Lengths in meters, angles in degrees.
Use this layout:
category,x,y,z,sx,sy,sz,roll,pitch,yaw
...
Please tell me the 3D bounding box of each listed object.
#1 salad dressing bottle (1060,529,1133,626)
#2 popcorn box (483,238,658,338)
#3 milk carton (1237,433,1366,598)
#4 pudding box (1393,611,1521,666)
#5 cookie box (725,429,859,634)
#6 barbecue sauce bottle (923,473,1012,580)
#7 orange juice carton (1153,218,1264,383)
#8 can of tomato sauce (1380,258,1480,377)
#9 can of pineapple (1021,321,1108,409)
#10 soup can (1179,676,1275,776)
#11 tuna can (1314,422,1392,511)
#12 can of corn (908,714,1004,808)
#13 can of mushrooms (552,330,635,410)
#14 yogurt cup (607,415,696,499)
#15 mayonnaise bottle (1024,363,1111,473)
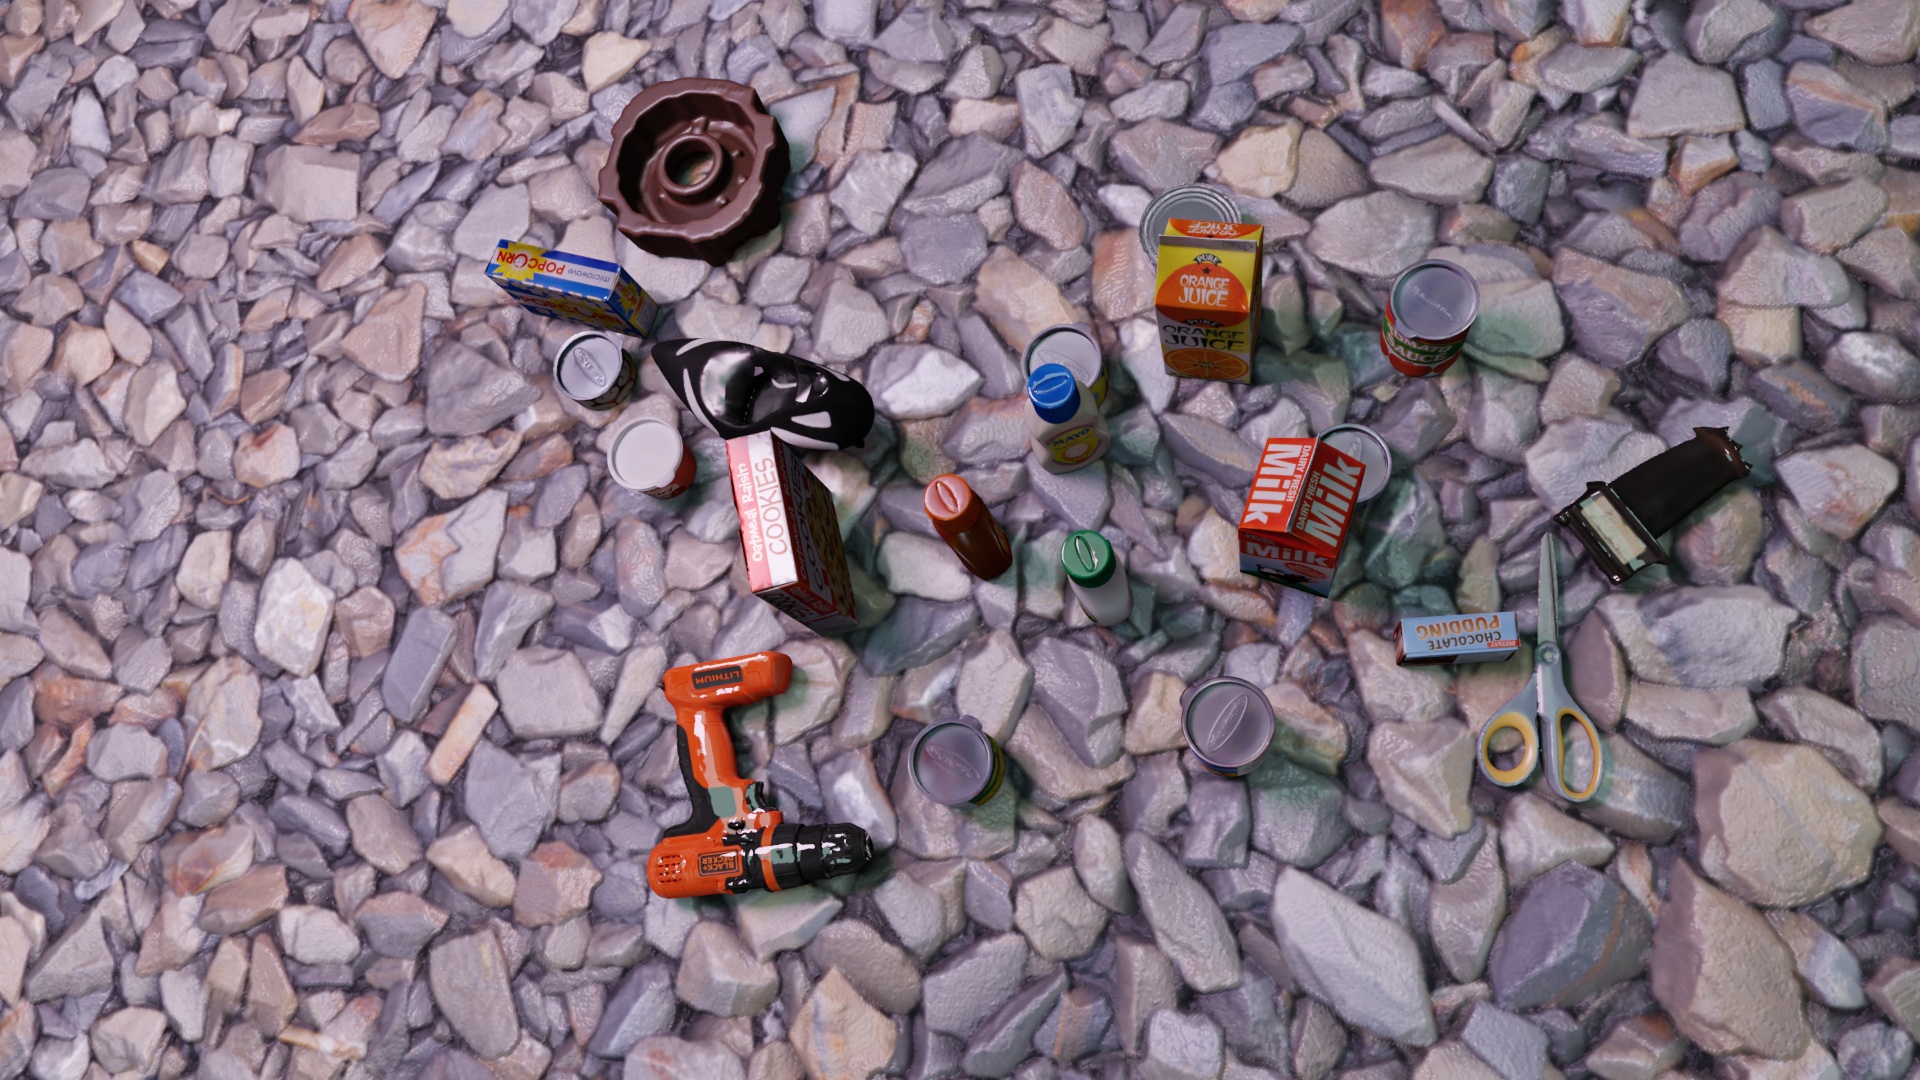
category,x,y,z,sx,sy,sz,roll,pitch,yaw
salad dressing bottle,0.103,0.026,1.055,0.044,0.147,0.064,-23,72,5
popcorn box,-0.347,-0.225,1.246,0.127,0.085,0.038,14,79,15
milk carton,0.248,-0.018,1.015,0.073,0.190,0.072,18,80,15
pudding box,0.370,0.074,1.039,0.084,0.049,0.030,-5,75,10
cookie box,-0.132,-0.002,1.099,0.040,0.167,0.123,-16,73,7
barbecue sauce bottle,0.004,-0.014,1.085,0.043,0.148,0.065,-32,72,2
orange juice carton,0.193,-0.190,1.071,0.072,0.192,0.073,8,78,14
can of tomato sauce,0.365,-0.171,1.089,0.071,0.083,0.071,-3,75,11
can of pineapple,0.089,-0.139,1.149,0.071,0.057,0.071,-3,75,11
soup can,0.198,0.139,1.038,0.071,0.083,0.071,-3,75,11
tuna can,0.303,-0.057,1.097,0.071,0.032,0.071,-3,75,11
can of corn,-0.001,0.173,1.083,0.071,0.058,0.071,-3,75,11
can of mushrooms,-0.327,-0.154,1.250,0.071,0.033,0.071,-3,75,11
yogurt cup,-0.264,-0.069,1.204,0.072,0.054,0.072,-3,75,11
mayonnaise bottle,0.081,-0.096,1.092,0.065,0.148,0.041,-22,72,5
